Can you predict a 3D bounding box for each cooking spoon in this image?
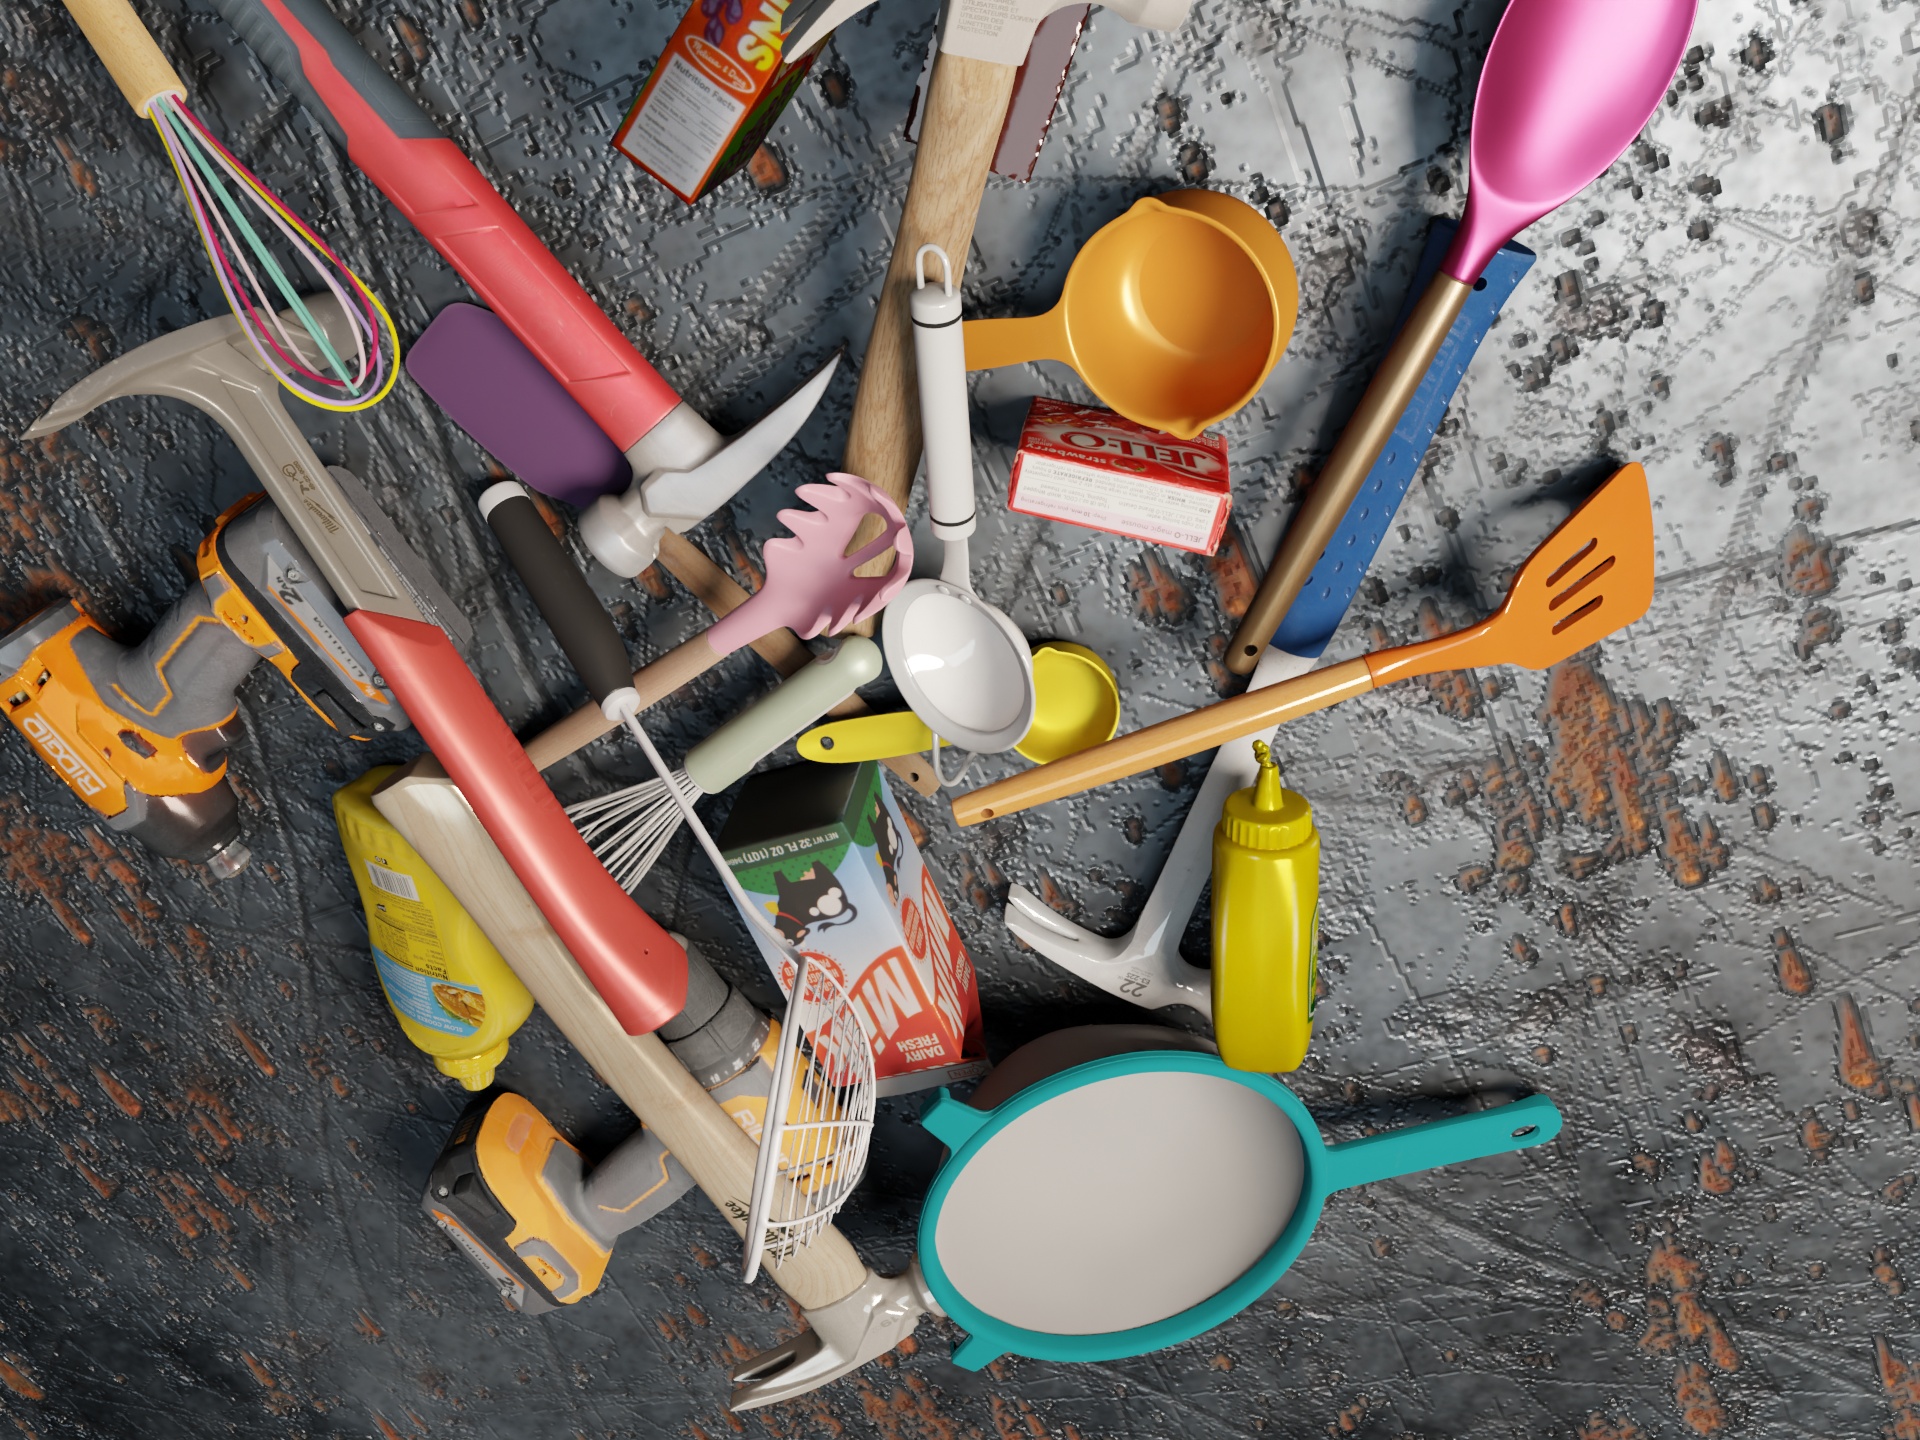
[{"bbox_3d":[0.178,-0.148,0.615,0.068,0.017,0.318,17,120,-13],"label":"cooking spoon"}]

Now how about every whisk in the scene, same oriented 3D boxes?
[{"bbox_3d":[-0.307,-0.232,0.643,0.047,0.051,0.245,-32,94,4],"label":"whisk"},{"bbox_3d":[-0.130,0.030,0.772,0.246,0.058,0.059,-34,105,26],"label":"whisk"}]

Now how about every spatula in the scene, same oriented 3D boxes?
[{"bbox_3d":[-0.123,-0.072,0.743,0.059,0.018,0.315,-40,106,21],"label":"spatula"},{"bbox_3d":[0.148,-0.017,0.681,0.322,0.041,0.080,-19,126,6],"label":"spatula"}]

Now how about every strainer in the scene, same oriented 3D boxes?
[{"bbox_3d":[0.000,-0.077,0.658,0.087,0.050,0.258,27,142,29],"label":"strainer"},{"bbox_3d":[0.138,0.217,0.839,0.340,0.095,0.210,-10,121,-7],"label":"strainer"}]

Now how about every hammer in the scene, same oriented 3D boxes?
[{"bbox_3d":[0.141,-0.026,0.721,0.144,0.035,0.405,18,120,-2],"label":"hammer"},{"bbox_3d":[-0.233,-0.007,0.694,0.037,0.149,0.359,-18,108,39],"label":"hammer"},{"bbox_3d":[-0.218,-0.243,0.645,0.143,0.038,0.386,-38,107,15],"label":"hammer"},{"bbox_3d":[-0.163,0.190,0.809,0.146,0.038,0.410,-30,111,9],"label":"hammer"},{"bbox_3d":[-0.021,-0.154,0.623,0.130,0.031,0.331,5,137,-13],"label":"hammer"}]

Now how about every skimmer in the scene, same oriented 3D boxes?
[{"bbox_3d":[-0.142,0.054,0.680,0.363,0.090,0.127,57,159,15],"label":"skimmer"}]

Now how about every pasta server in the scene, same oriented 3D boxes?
[{"bbox_3d":[-0.133,-0.025,0.725,0.316,0.040,0.060,-27,85,35],"label":"pasta server"}]

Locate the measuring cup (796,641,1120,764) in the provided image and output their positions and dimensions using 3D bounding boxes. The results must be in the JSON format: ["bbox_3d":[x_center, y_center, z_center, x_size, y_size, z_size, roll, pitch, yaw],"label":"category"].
[{"bbox_3d":[-0.001,-0.002,0.755,0.156,0.029,0.062,-8,110,13],"label":"measuring cup"}]

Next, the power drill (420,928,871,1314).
[{"bbox_3d":[-0.189,0.223,0.886,0.226,0.084,0.185,-26,112,16],"label":"power drill"}]

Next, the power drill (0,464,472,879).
[{"bbox_3d":[-0.353,-0.012,0.777,0.226,0.084,0.164,-22,115,24],"label":"power drill"}]

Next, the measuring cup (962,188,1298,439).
[{"bbox_3d":[0.053,-0.166,0.652,0.174,0.052,0.095,1,120,30],"label":"measuring cup"}]
